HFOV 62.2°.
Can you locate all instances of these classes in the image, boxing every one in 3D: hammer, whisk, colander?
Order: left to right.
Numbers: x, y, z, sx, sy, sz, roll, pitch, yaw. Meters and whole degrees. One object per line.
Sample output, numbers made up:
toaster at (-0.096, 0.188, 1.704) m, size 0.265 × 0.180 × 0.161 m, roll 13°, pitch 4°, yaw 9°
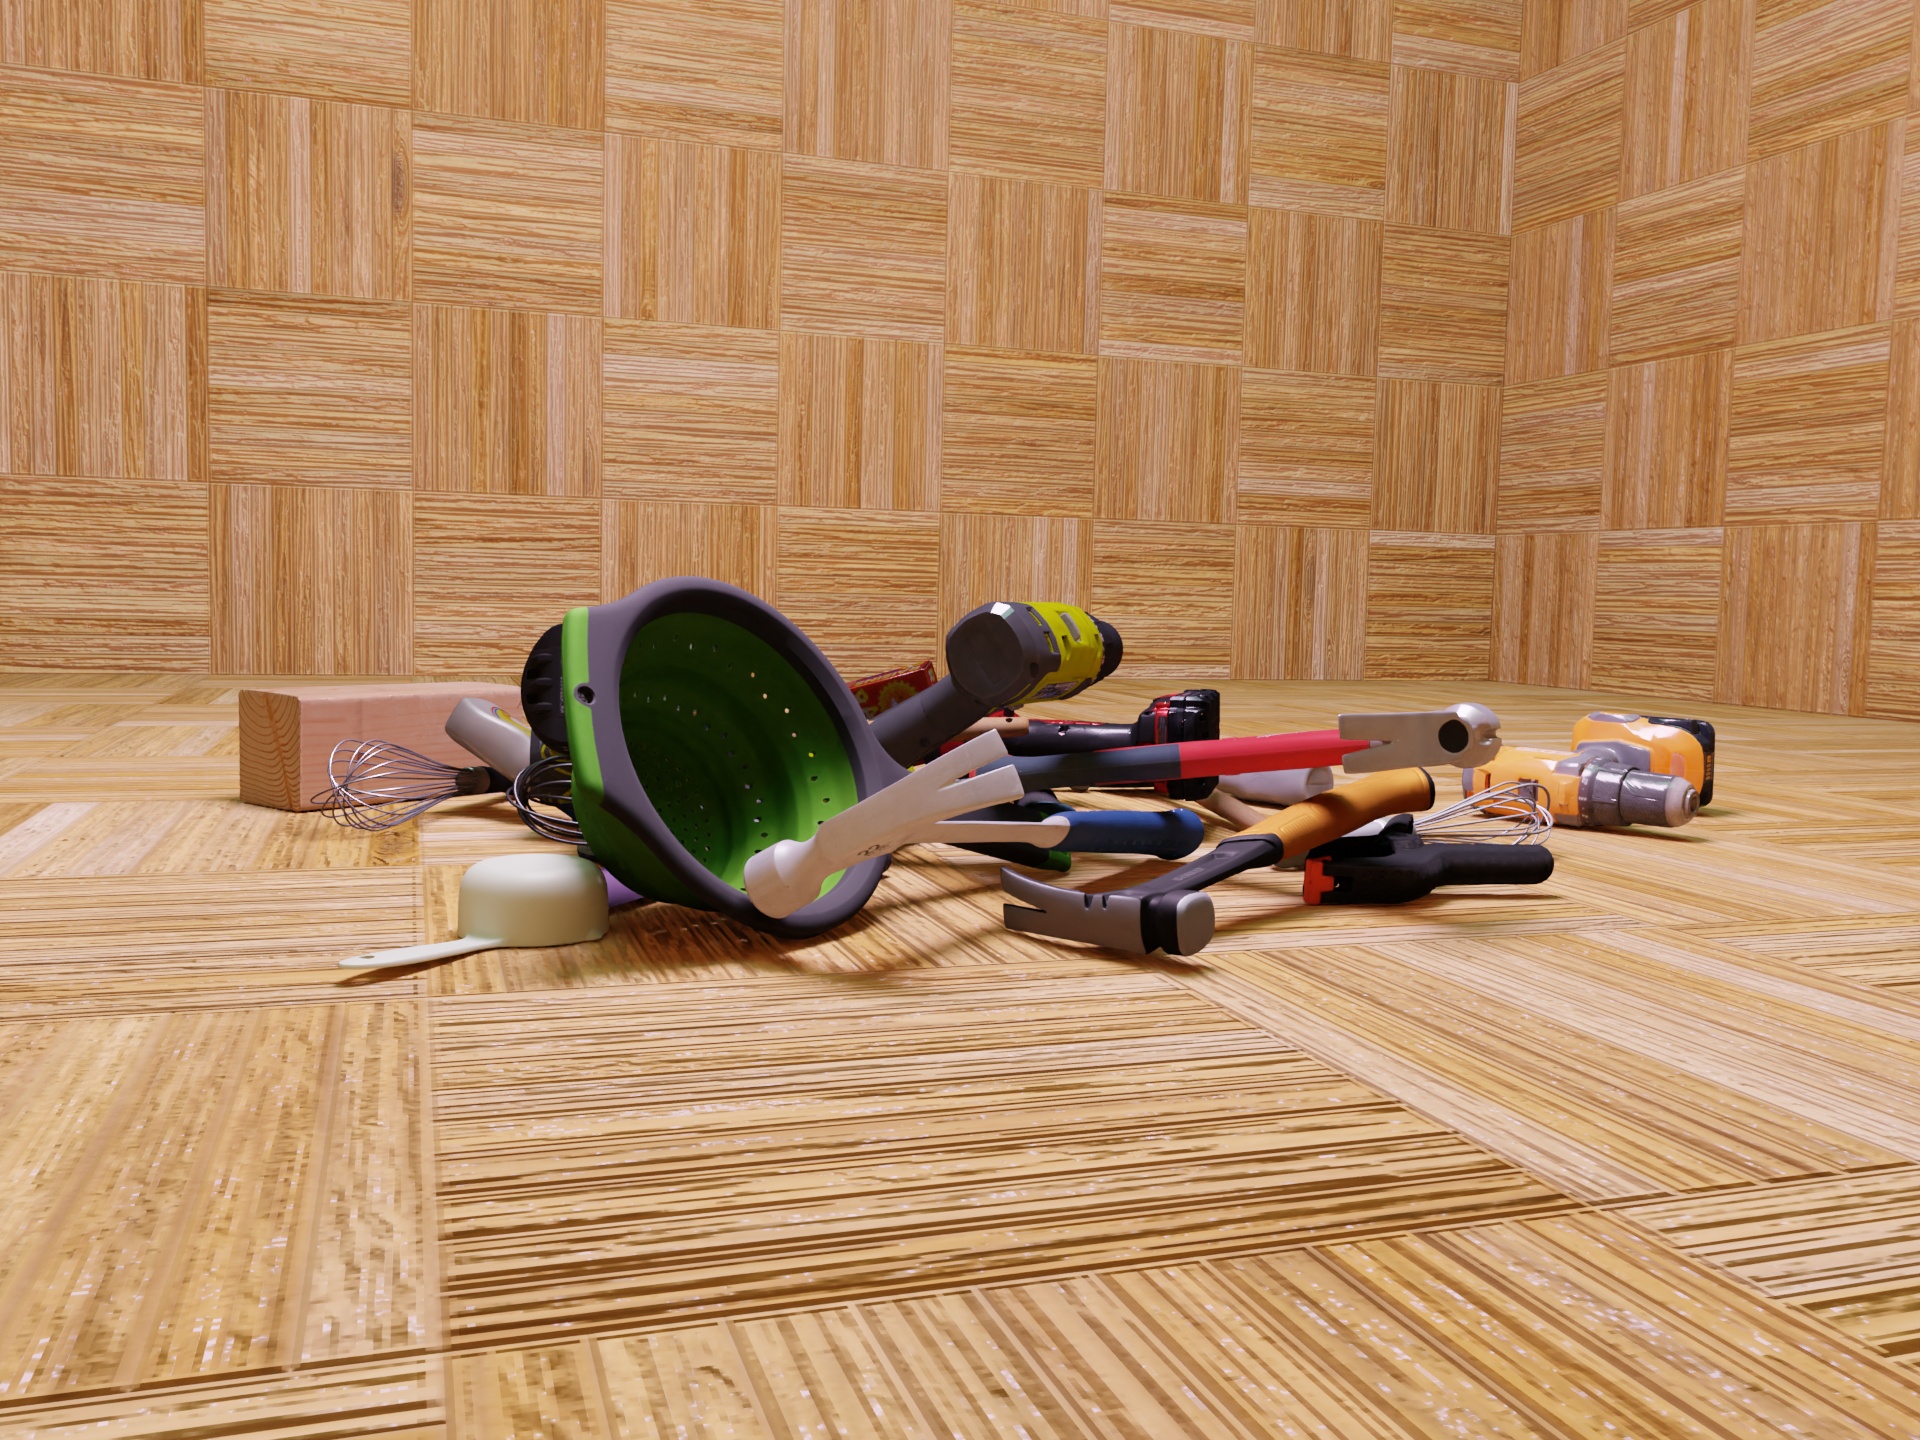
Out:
whisk at (-0.391, 0.047, 1.219) m, size 0.070 × 0.070 × 0.284 m, roll 3°, pitch 1°, yaw 15°
whisk at (-0.155, 0.064, 0.967) m, size 0.238 × 0.055 × 0.055 m, roll 13°, pitch 1°, yaw -19°
colander at (-0.086, 0.052, 0.912) m, size 0.094 × 0.205 × 0.396 m, roll -30°, pitch -32°, yaw 32°
hammer at (0.059, 0.060, 1.298) m, size 0.128 × 0.033 × 0.331 m, roll 2°, pitch 5°, yaw -2°
hammer at (0.052, 0.062, 0.908) m, size 0.144 × 0.035 × 0.405 m, roll -30°, pitch -18°, yaw 25°
hammer at (0.134, 0.026, 1.015) m, size 0.143 × 0.038 × 0.386 m, roll -3°, pitch -3°, yaw -43°
hammer at (0.173, 0.071, 0.919) m, size 0.127 × 0.034 × 0.336 m, roll 3°, pitch 12°, yaw 43°
whisk at (0.317, 0.077, 1.110) m, size 0.246 × 0.059 × 0.058 m, roll -5°, pitch 35°, yaw -25°

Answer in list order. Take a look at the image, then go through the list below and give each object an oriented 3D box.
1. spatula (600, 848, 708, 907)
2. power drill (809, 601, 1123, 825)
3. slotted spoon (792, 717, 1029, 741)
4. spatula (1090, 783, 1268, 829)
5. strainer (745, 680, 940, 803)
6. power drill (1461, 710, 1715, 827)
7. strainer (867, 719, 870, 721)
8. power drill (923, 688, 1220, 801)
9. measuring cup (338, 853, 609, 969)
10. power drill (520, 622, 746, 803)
spatula at (-0.160, 0.086, 1.009) m, size 0.060 × 0.018 × 0.316 m, roll 8°, pitch 8°, yaw 22°
power drill at (-0.002, -0.003, 1.074) m, size 0.228 × 0.080 × 0.190 m, roll -35°, pitch -12°, yaw 24°
slotted spoon at (-0.106, 0.013, 1.186) m, size 0.314 × 0.031 × 0.070 m, roll -3°, pitch 39°, yaw 6°
spatula at (0.195, 0.067, 1.327) m, size 0.082 × 0.044 × 0.318 m, roll 1°, pitch 9°, yaw -15°
strainer at (-0.092, 0.025, 1.225) m, size 0.258 × 0.050 × 0.087 m, roll -29°, pitch 26°, yaw -25°
power drill at (0.563, 0.047, 1.349) m, size 0.226 × 0.084 × 0.185 m, roll -9°, pitch 11°, yaw -42°
strainer at (-0.079, 0.035, 1.336) m, size 0.256 × 0.069 × 0.151 m, roll 1°, pitch 2°, yaw -13°
power drill at (0.089, 0.015, 1.242) m, size 0.220 × 0.078 × 0.143 m, roll 1°, pitch 5°, yaw 14°
measuring cup at (-0.238, 0.092, 0.778) m, size 0.083 × 0.038 × 0.167 m, roll 4°, pitch 3°, yaw 24°
power drill at (-0.203, 0.006, 1.054) m, size 0.171 × 0.080 × 0.223 m, roll -1°, pitch -15°, yaw -10°
